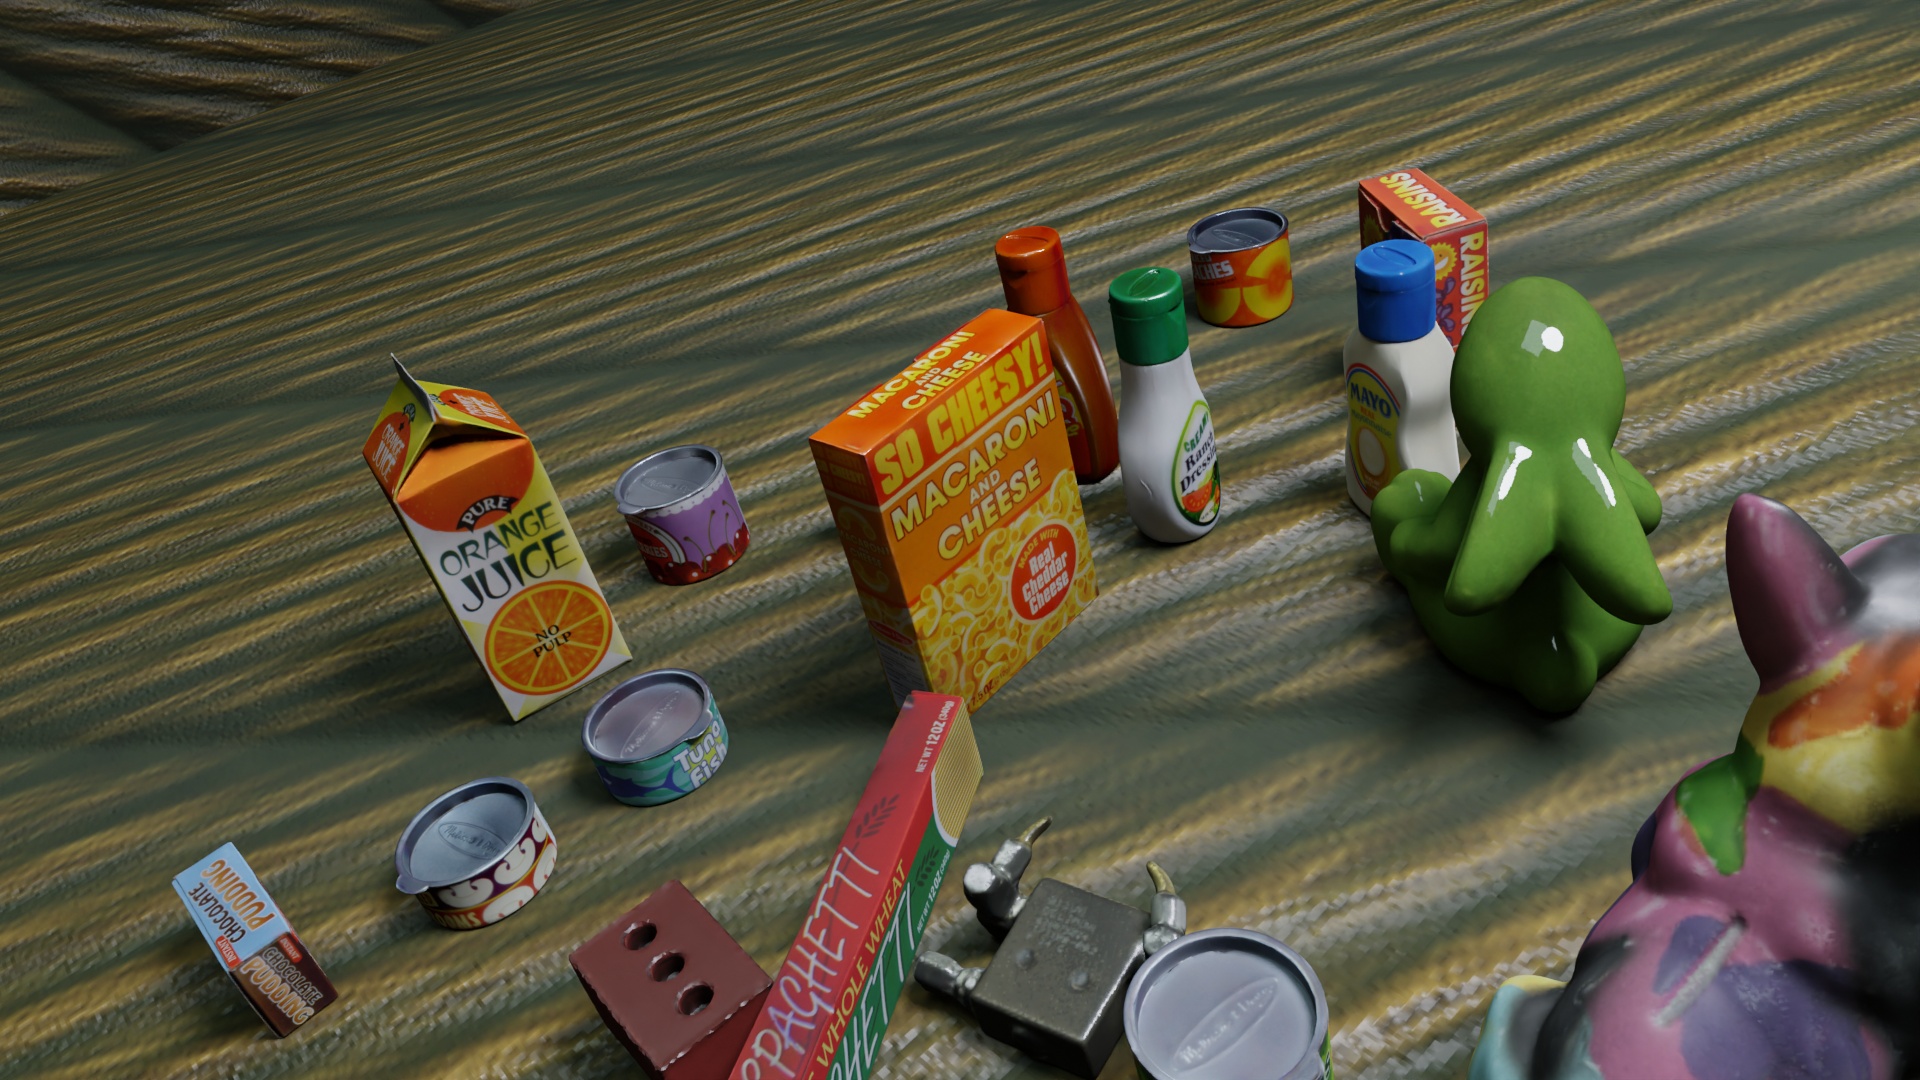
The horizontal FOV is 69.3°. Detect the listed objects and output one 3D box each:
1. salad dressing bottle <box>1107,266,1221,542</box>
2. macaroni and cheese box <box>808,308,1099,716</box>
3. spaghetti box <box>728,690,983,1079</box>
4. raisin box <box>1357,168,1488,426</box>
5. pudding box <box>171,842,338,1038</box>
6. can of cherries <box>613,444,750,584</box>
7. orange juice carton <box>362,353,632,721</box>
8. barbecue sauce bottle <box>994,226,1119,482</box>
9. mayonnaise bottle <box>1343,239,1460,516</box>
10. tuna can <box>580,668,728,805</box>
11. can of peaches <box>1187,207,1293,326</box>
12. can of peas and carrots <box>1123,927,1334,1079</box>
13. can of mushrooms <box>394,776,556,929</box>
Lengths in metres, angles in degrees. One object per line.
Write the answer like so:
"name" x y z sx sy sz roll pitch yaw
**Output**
"salad dressing bottle" 0.105 -0.069 0.726 0.044 0.147 0.064 13 43 34
"macaroni and cheese box" 0.002 -0.008 0.663 0.040 0.165 0.124 19 47 39
"spaghetti box" -0.042 0.163 0.543 0.028 0.050 0.251 0 38 21
"raisin box" 0.260 -0.136 0.783 0.040 0.122 0.086 -15 35 0
"pudding box" -0.318 0.178 0.624 0.030 0.049 0.084 -36 40 -28
"can of cherries" -0.167 -0.014 0.828 0.071 0.058 0.072 -10 35 7
"orange juice carton" -0.249 -0.006 0.730 0.073 0.191 0.072 -30 37 -20
"barbecue sauce bottle" 0.052 -0.105 0.795 0.065 0.147 0.044 14 44 35
"mayonnaise bottle" 0.218 -0.075 0.693 0.041 0.147 0.065 -25 36 -14
"tuna can" -0.149 0.097 0.688 0.071 0.032 0.071 -10 35 7
"can of peaches" 0.187 -0.182 0.932 0.071 0.057 0.071 -10 35 7
"can of peas and carrots" 0.094 0.176 0.467 0.071 0.058 0.071 -10 35 7
"can of mushrooms" -0.227 0.147 0.648 0.071 0.033 0.071 -10 35 7
